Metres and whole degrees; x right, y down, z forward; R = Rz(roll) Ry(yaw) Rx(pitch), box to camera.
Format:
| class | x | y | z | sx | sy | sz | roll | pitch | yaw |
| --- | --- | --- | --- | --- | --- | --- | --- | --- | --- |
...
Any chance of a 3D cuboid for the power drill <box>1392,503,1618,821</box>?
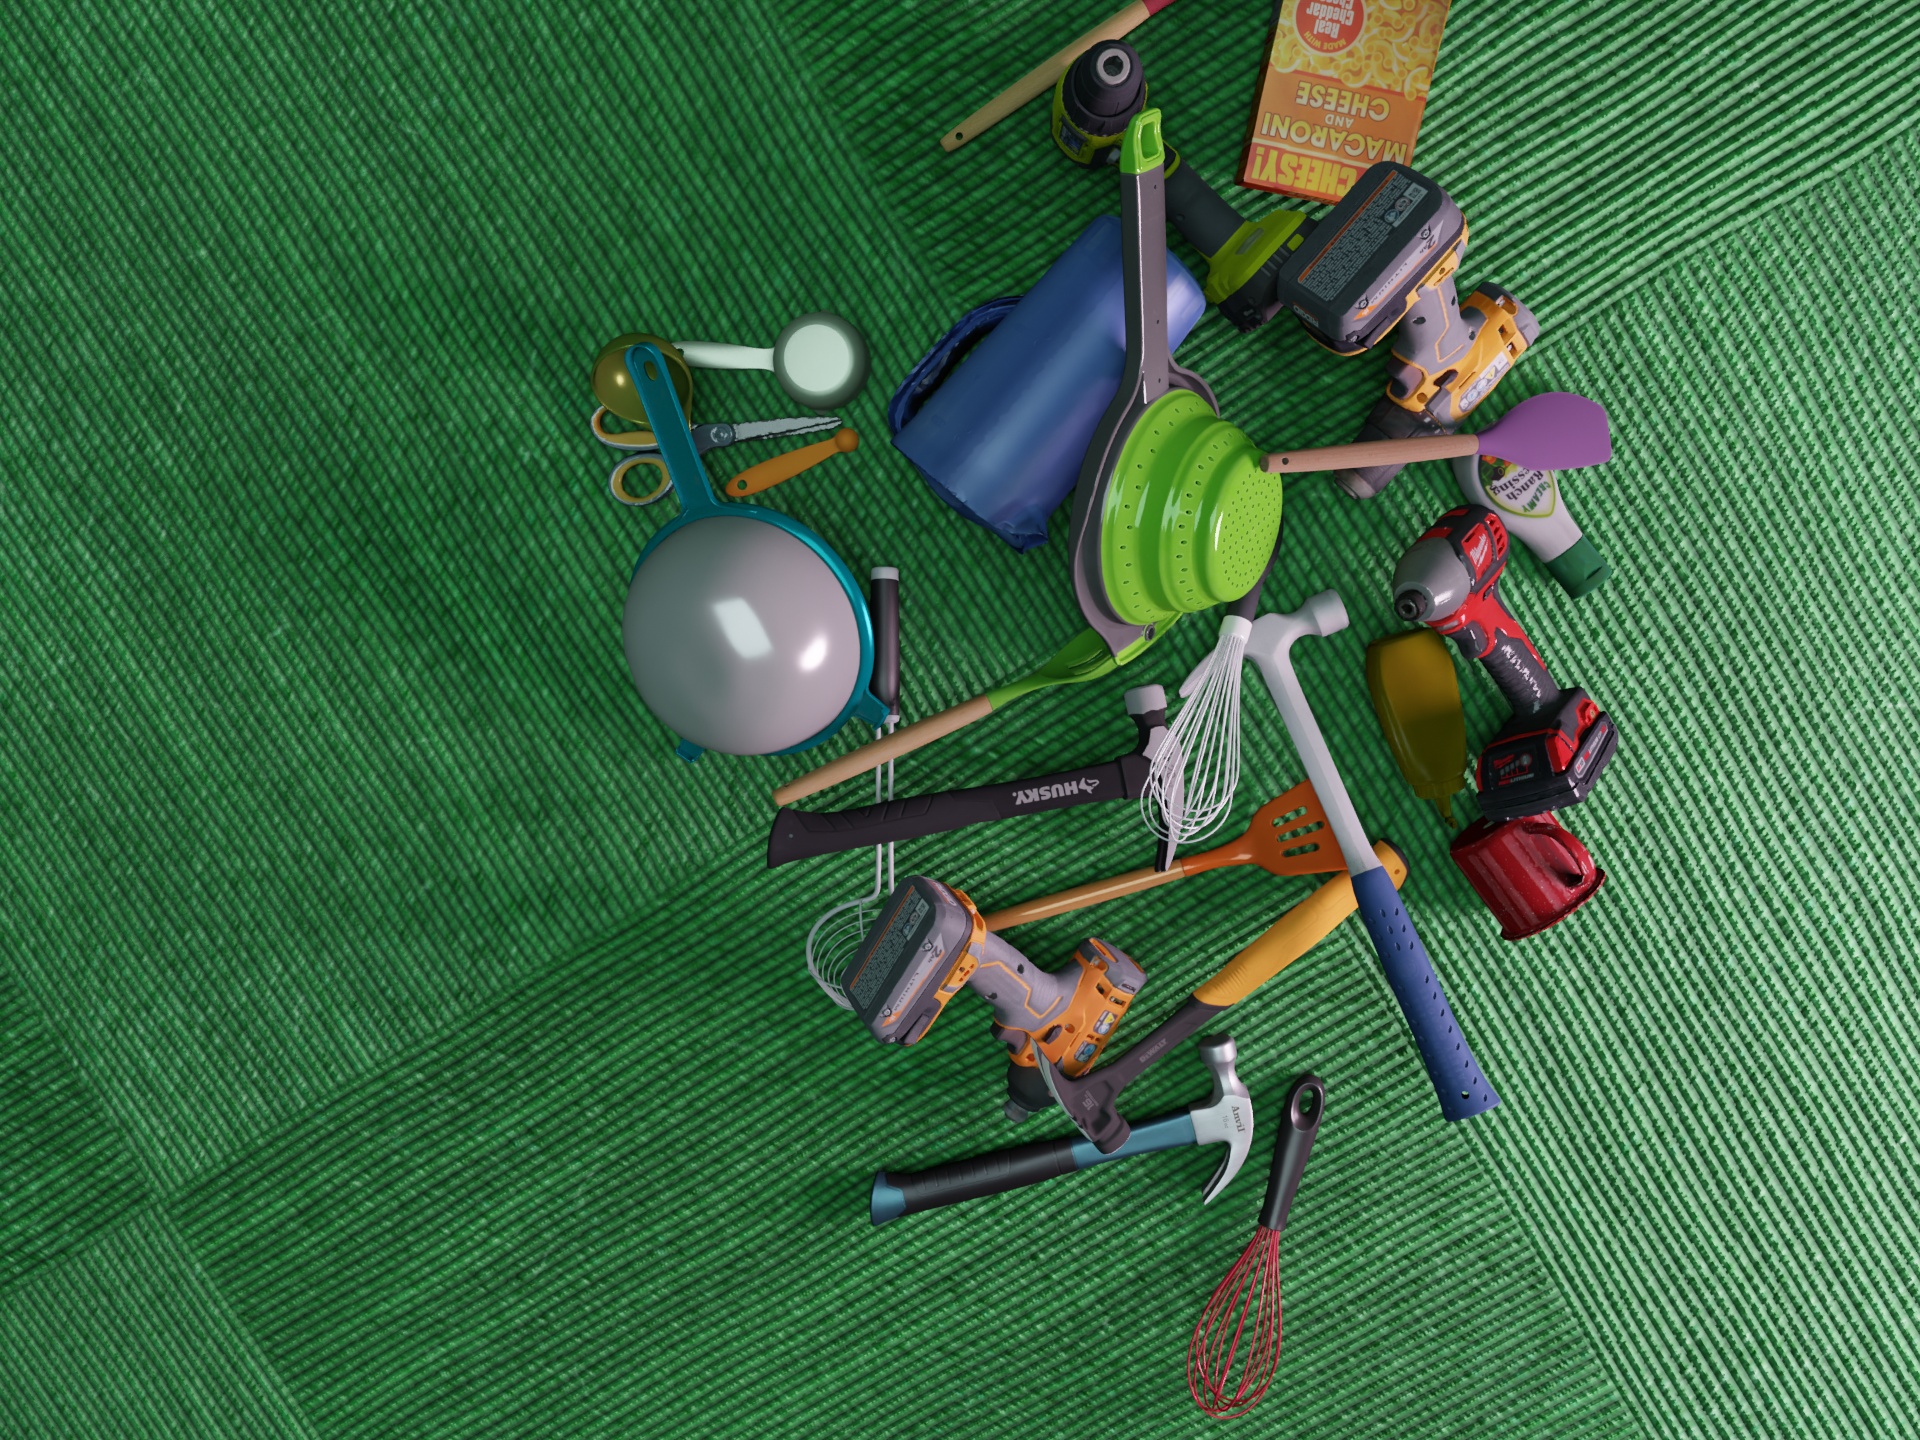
| class | x | y | z | sx | sy | sz | roll | pitch | yaw |
| --- | --- | --- | --- | --- | --- | --- | --- | --- | --- |
| power drill | 0.397 | -0.043 | 1.188 | 0.078 | 0.143 | 0.219 | -21 | 102 | 45 |

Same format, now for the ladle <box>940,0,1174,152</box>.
| class | x | y | z | sx | sy | sz | roll | pitch | yaw |
| --- | --- | --- | --- | --- | --- | --- | --- | --- | --- |
| ladle | 0.119 | -0.527 | 1.212 | 0.315 | 0.031 | 0.069 | -32 | 106 | 9 |

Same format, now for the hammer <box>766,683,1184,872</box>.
| class | x | y | z | sx | sy | sz | roll | pitch | yaw |
| --- | --- | --- | --- | --- | --- | --- | --- | --- | --- |
| hammer | 0.013 | 0.072 | 1.239 | 0.334 | 0.035 | 0.146 | -10 | 84 | -8 |

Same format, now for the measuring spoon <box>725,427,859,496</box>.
| class | x | y | z | sx | sy | sz | roll | pitch | yaw |
| --- | --- | --- | --- | --- | --- | --- | --- | --- | --- |
| measuring spoon | -0.136 | -0.206 | 1.276 | 0.117 | 0.011 | 0.021 | -22 | 95 | 6 |

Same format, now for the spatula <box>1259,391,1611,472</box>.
| class | x | y | z | sx | sy | sz | roll | pitch | yaw |
| --- | --- | --- | --- | --- | --- | --- | --- | --- | --- |
| spatula | 0.354 | -0.203 | 1.165 | 0.316 | 0.018 | 0.060 | -10 | 91 | -22 |

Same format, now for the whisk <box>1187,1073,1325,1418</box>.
| class | x | y | z | sx | sy | sz | roll | pitch | yaw |
| --- | --- | --- | --- | --- | --- | --- | --- | --- | --- |
| whisk | 0.249 | 0.433 | 1.306 | 0.073 | 0.073 | 0.296 | 16 | 92 | 2 |

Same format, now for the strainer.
| class | x | y | z | sx | sy | sz | roll | pitch | yaw |
| --- | --- | --- | --- | --- | --- | --- | --- | --- | --- |
| strainer | -0.198 | -0.111 | 1.199 | 0.211 | 0.095 | 0.340 | -10 | 110 | 23 |

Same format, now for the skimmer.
| class | x | y | z | sx | sy | sz | roll | pitch | yaw |
| --- | --- | --- | --- | --- | --- | --- | --- | --- | --- |
| skimmer | -0.062 | 0.061 | 1.295 | 0.127 | 0.090 | 0.363 | 0 | 87 | 0 |

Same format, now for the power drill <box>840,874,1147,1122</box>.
| class | x | y | z | sx | sy | sz | roll | pitch | yaw |
| --- | --- | --- | --- | --- | --- | --- | --- | --- | --- |
| power drill | 0.023 | 0.226 | 1.245 | 0.226 | 0.084 | 0.164 | 26 | 99 | -32 |

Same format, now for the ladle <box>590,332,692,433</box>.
| class | x | y | z | sx | sy | sz | roll | pitch | yaw |
| --- | --- | --- | --- | --- | --- | --- | --- | --- | --- |
| ladle | -0.198 | -0.152 | 1.254 | 0.078 | 0.062 | 0.320 | -19 | 103 | 19 |

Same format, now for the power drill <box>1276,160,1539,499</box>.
| class | x | y | z | sx | sy | sz | roll | pitch | yaw |
| --- | --- | --- | --- | --- | --- | --- | --- | --- | --- |
| power drill | 0.311 | -0.269 | 1.147 | 0.185 | 0.226 | 0.084 | -49 | 52 | 11 |

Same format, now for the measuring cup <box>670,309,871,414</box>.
| class | x | y | z | sx | sy | sz | roll | pitch | yaw |
| --- | --- | --- | --- | --- | --- | --- | --- | --- | --- |
| measuring cup | -0.155 | -0.287 | 1.254 | 0.167 | 0.038 | 0.083 | 4 | 97 | 2 |

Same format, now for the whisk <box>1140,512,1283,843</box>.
| class | x | y | z | sx | sy | sz | roll | pitch | yaw |
| --- | --- | --- | --- | --- | --- | --- | --- | --- | --- |
| whisk | 0.200 | -0.040 | 1.215 | 0.070 | 0.070 | 0.285 | 18 | 74 | 2 |

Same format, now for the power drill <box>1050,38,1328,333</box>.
| class | x | y | z | sx | sy | sz | roll | pitch | yaw |
| --- | --- | --- | --- | --- | --- | --- | --- | --- | --- |
| power drill | 0.159 | -0.391 | 1.147 | 0.228 | 0.190 | 0.080 | 42 | 96 | -6 |

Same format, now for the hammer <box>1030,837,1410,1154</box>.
| class | x | y | z | sx | sy | sz | roll | pitch | yaw |
| --- | --- | --- | --- | --- | --- | --- | --- | --- | --- |
| hammer | 0.212 | 0.200 | 1.252 | 0.337 | 0.034 | 0.127 | -37 | 123 | -4 |

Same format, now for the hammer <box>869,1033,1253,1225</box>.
| class | x | y | z | sx | sy | sz | roll | pitch | yaw |
| --- | --- | --- | --- | --- | --- | --- | --- | --- | --- |
| hammer | 0.081 | 0.361 | 1.319 | 0.331 | 0.033 | 0.128 | -15 | 94 | 6 |

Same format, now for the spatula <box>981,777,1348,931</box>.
| class | x | y | z | sx | sy | sz | roll | pitch | yaw |
| --- | --- | --- | --- | --- | --- | --- | --- | --- | --- |
| spatula | 0.155 | 0.124 | 1.280 | 0.322 | 0.041 | 0.081 | -17 | 78 | 7 |

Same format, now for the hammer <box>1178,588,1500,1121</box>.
| class | x | y | z | sx | sy | sz | roll | pitch | yaw |
| --- | --- | --- | --- | --- | --- | --- | --- | --- | --- |
| hammer | 0.300 | 0.108 | 1.217 | 0.144 | 0.035 | 0.406 | -23 | 77 | 8 |

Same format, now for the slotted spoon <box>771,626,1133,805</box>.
| class | x | y | z | sx | sy | sz | roll | pitch | yaw |
| --- | --- | --- | --- | --- | --- | --- | --- | --- | --- |
| slotted spoon | -0.002 | -0.004 | 1.241 | 0.314 | 0.070 | 0.031 | -25 | 114 | -5 |

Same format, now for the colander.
| class | x | y | z | sx | sy | sz | roll | pitch | yaw |
| --- | --- | --- | --- | --- | --- | --- | --- | --- | --- |
| colander | 0.163 | -0.217 | 1.113 | 0.094 | 0.204 | 0.396 | 18 | 129 | 33 |
